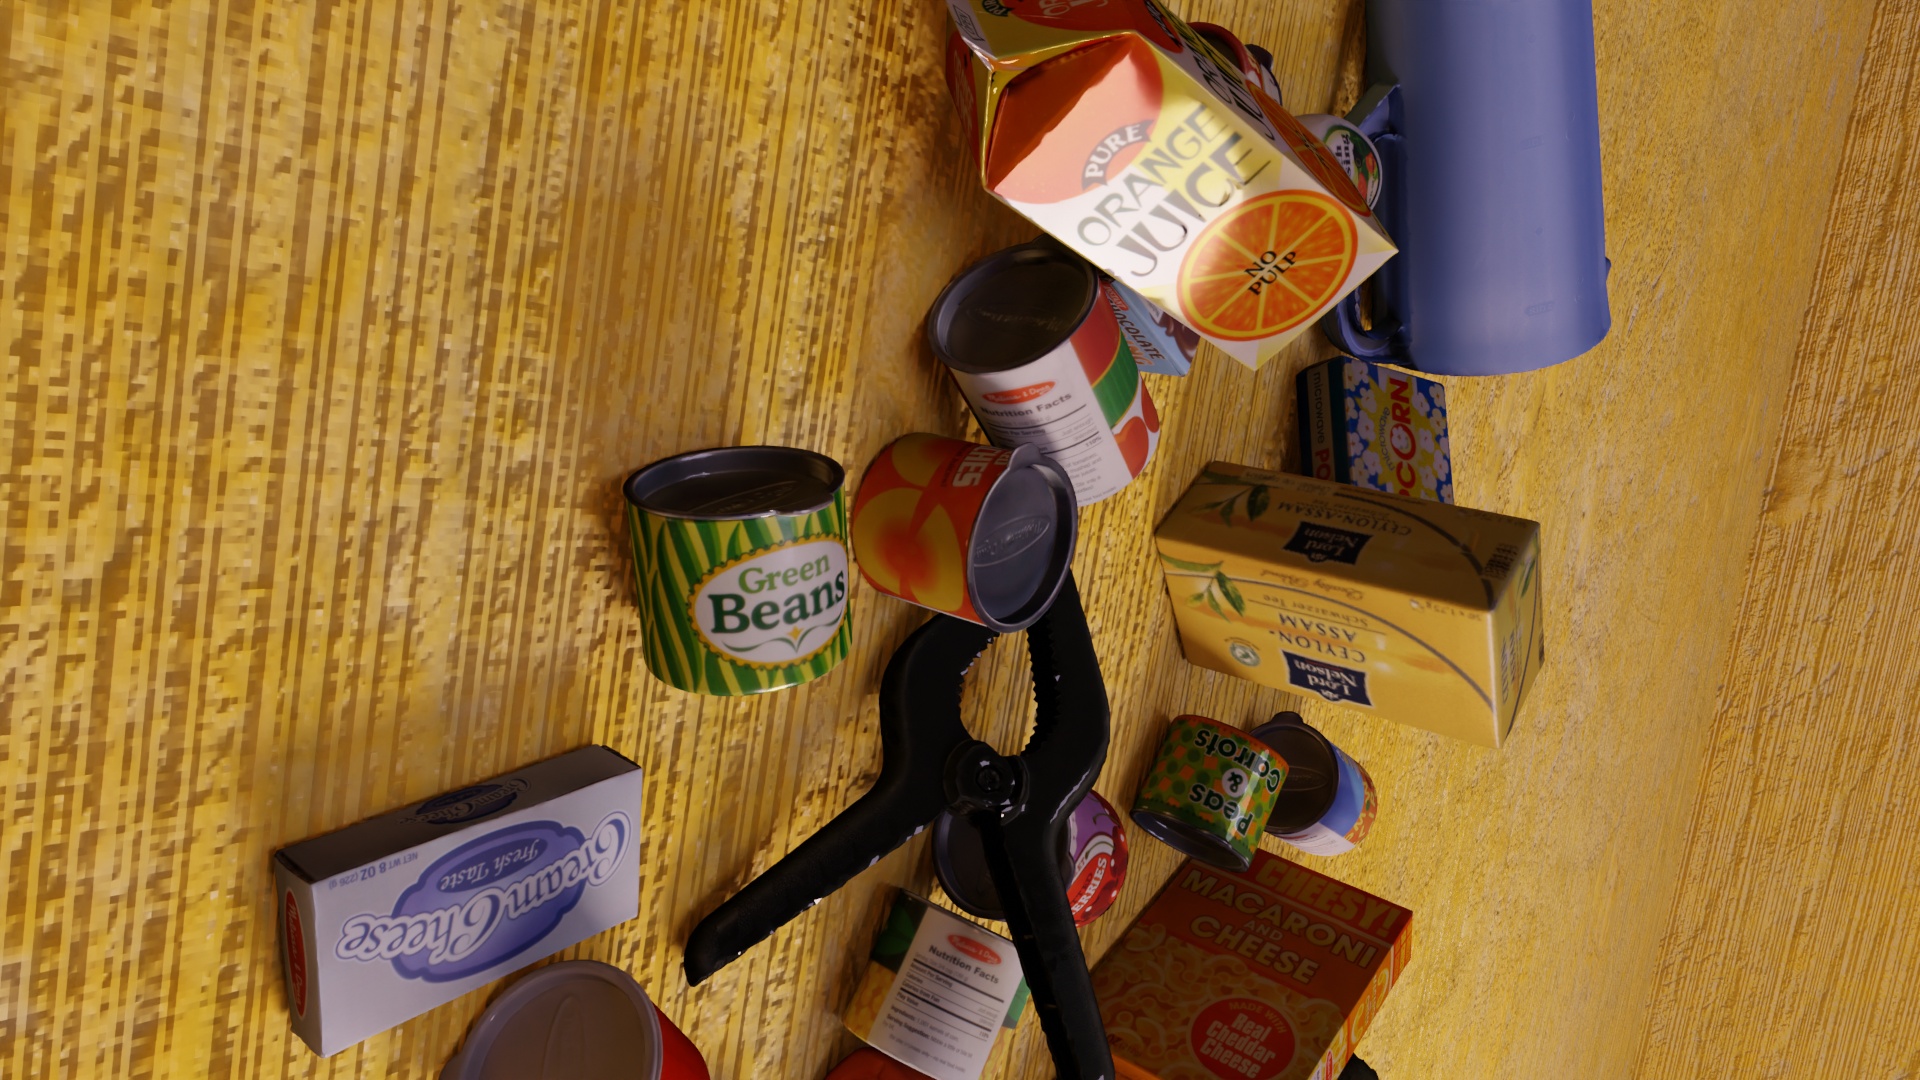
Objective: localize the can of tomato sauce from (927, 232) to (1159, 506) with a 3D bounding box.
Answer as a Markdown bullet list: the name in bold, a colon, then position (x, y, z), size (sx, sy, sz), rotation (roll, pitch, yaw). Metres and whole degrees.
- **can of tomato sauce**: position (0.035, -0.064, 0.536), size (0.071, 0.071, 0.082), rotation (-58, 141, -22)

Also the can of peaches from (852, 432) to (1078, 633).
- **can of peaches**: position (0.002, -0.006, 0.518), size (0.071, 0.058, 0.071), rotation (-20, 117, -47)

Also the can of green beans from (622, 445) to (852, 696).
- **can of green beans**: position (-0.067, 0.008, 0.426), size (0.071, 0.071, 0.057), rotation (-25, 121, -46)

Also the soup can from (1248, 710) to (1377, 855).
- **soup can**: position (0.205, 0.146, 0.827), size (0.083, 0.071, 0.071), rotation (34, 75, -52)

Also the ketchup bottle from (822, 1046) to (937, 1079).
- **ketchup bottle**: position (-0.012, 0.262, 0.601), size (0.065, 0.043, 0.148), rotation (-57, 141, -9)

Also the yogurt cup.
- **yogurt cup**: position (-0.112, 0.169, 0.425), size (0.072, 0.072, 0.053), rotation (-58, 148, -22)

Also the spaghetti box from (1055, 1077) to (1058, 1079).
- **spaghetti box**: position (0.111, 0.267, 0.756), size (0.251, 0.050, 0.028), rotation (-35, 130, -41)

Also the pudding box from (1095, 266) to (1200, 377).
- **pudding box**: position (0.080, -0.113, 0.608), size (0.083, 0.030, 0.050), rotation (38, 70, -51)

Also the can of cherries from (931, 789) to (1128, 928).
- **can of cherries**: position (0.032, 0.133, 0.592), size (0.058, 0.071, 0.071), rotation (32, 76, -53)

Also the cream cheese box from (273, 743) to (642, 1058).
- **cream cheese box**: position (-0.139, 0.099, 0.397), size (0.104, 0.024, 0.053), rotation (-15, 114, -49)

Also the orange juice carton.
- **orange juice carton**: position (0.063, -0.144, 0.496), size (0.192, 0.072, 0.072), rotation (25, 126, -36)

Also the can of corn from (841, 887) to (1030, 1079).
- **can of corn**: position (-0.007, 0.182, 0.564), size (0.071, 0.071, 0.058), rotation (42, 69, -50)

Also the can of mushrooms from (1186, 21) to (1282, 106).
- **can of mushrooms**: position (0.098, -0.180, 0.578), size (0.033, 0.071, 0.071), rotation (16, 89, -52)

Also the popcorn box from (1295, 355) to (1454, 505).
- **popcorn box**: position (0.232, -0.033, 0.772), size (0.085, 0.038, 0.127), rotation (10, 73, -32)

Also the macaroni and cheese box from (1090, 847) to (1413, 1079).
- **macaroni and cheese box**: position (0.146, 0.237, 0.731), size (0.167, 0.124, 0.040), rotation (-36, 131, -41)

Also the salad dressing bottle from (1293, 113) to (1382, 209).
- **salad dressing bottle**: position (0.155, -0.175, 0.673), size (0.148, 0.044, 0.064), rotation (-18, 114, -48)

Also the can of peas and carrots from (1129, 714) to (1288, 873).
- **can of peas and carrots**: position (0.130, 0.130, 0.720), size (0.059, 0.071, 0.070), rotation (-62, 141, -19)
